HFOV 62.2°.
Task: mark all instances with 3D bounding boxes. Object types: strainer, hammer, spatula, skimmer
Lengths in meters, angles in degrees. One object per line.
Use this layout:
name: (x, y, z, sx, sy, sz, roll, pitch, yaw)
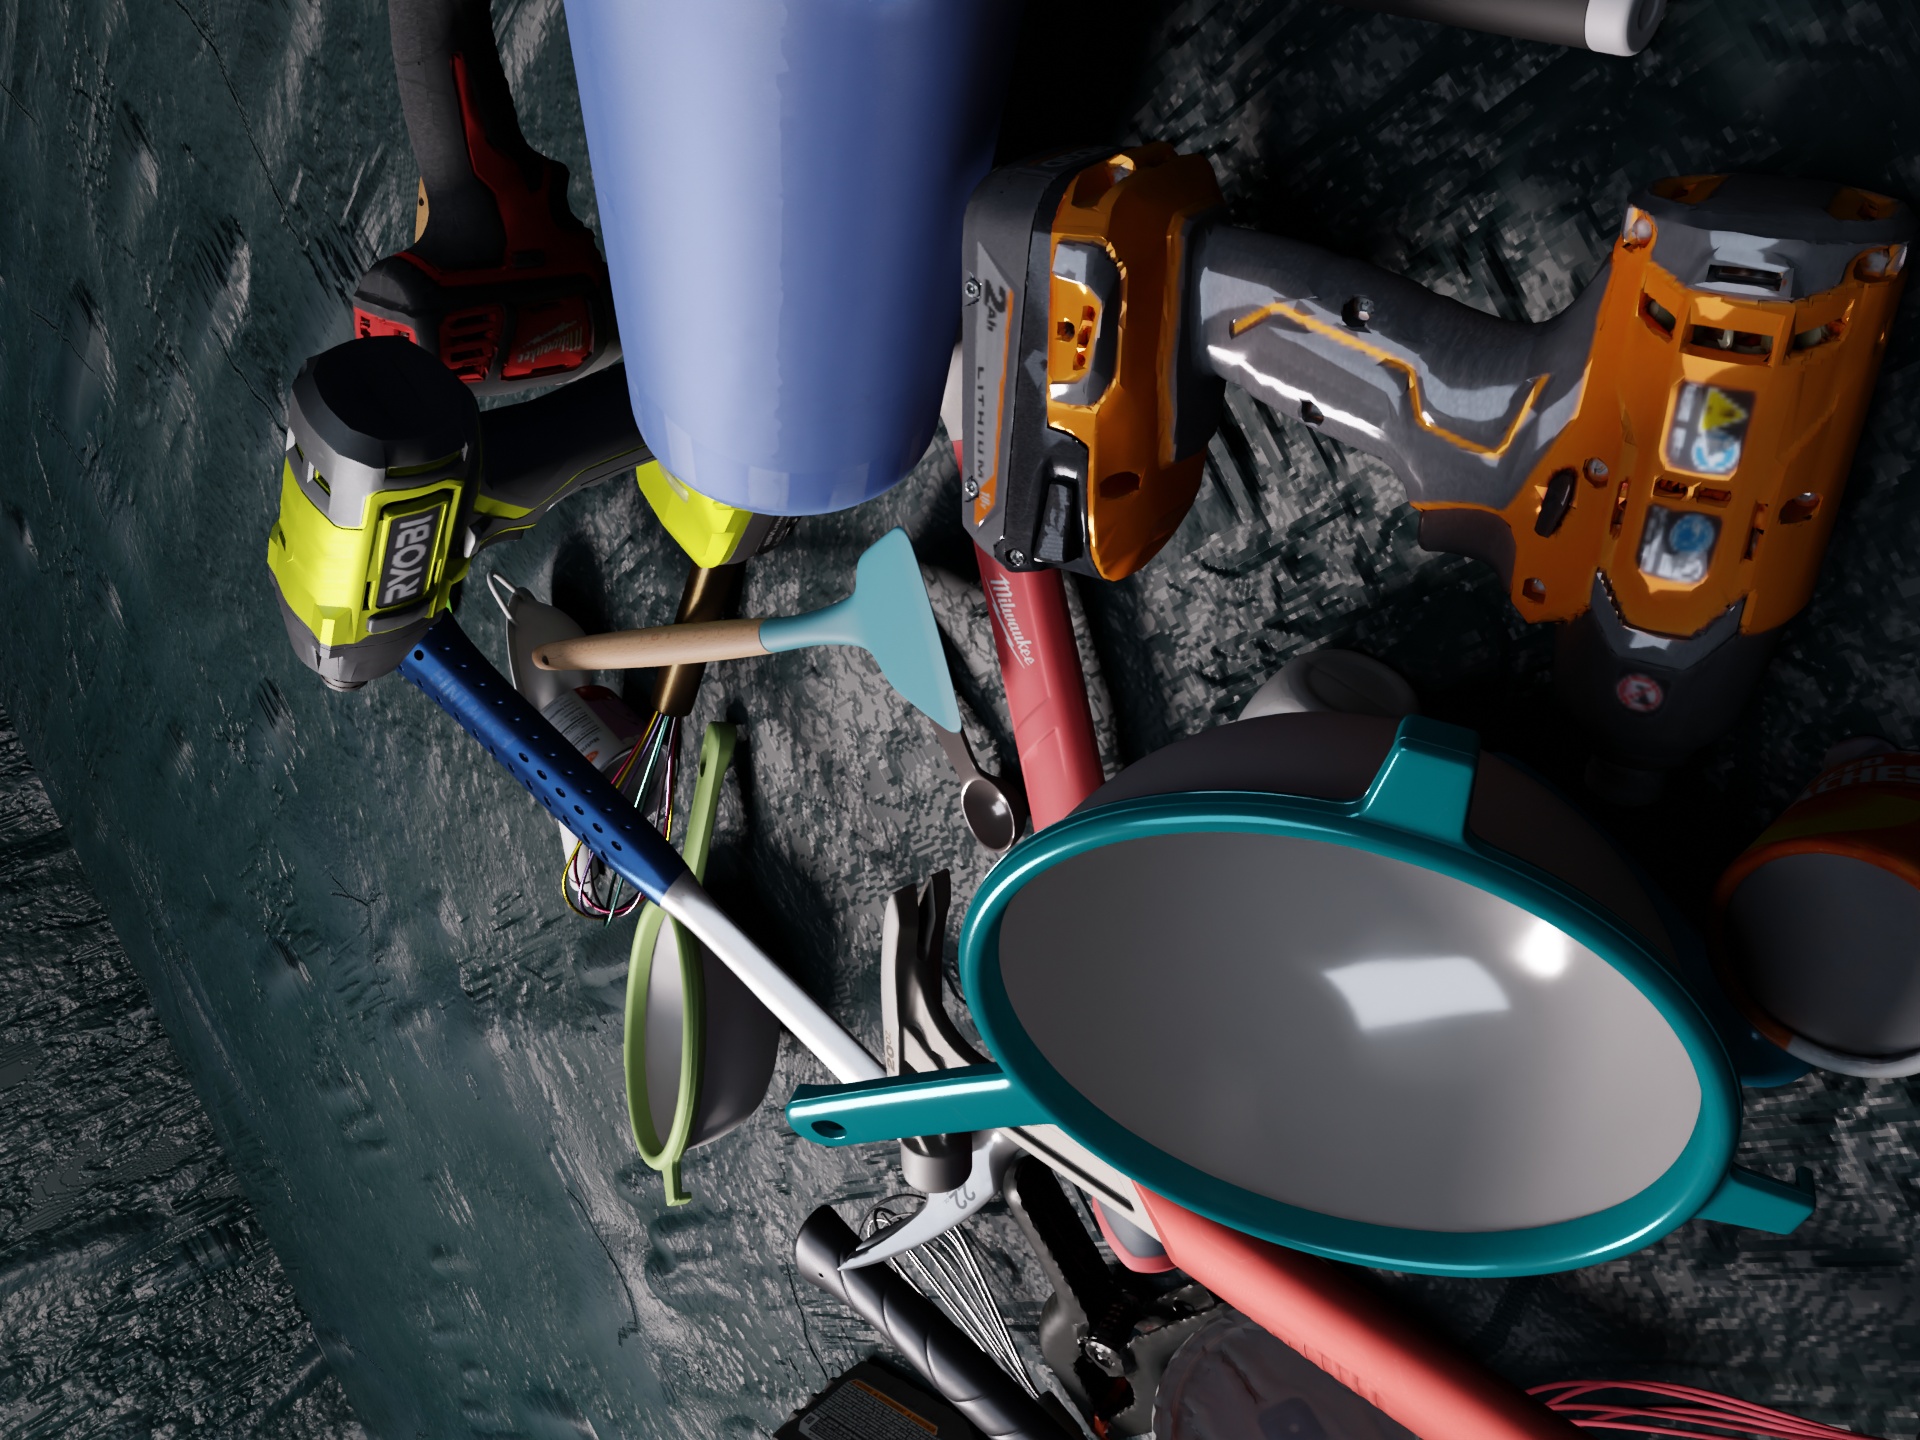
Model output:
strainer: (-0.129, 0.122, 0.872, 0.152, 0.069, 0.256, -135, 54, -60)
hammer: (0.053, 0.036, 0.607, 0.143, 0.038, 0.386, 0, 108, 47)
hammer: (0.099, 0.183, 0.562, 0.359, 0.036, 0.149, 24, 125, 42)
spatula: (-0.110, -0.035, 0.716, 0.317, 0.044, 0.082, -3, 109, 43)
strainer: (-0.234, 0.018, 0.943, 0.087, 0.050, 0.258, -96, 6, -50)
hammer: (-0.136, 0.094, 0.781, 0.405, 0.035, 0.144, 42, 112, 12)
hammer: (0.076, 0.375, 0.746, 0.409, 0.036, 0.149, 38, 135, 18)
skimmer: (0.016, -0.237, 0.467, 0.364, 0.090, 0.127, 31, 132, 35)
strainer: (0.069, 0.083, 0.508, 0.340, 0.095, 0.210, -20, 122, 43)

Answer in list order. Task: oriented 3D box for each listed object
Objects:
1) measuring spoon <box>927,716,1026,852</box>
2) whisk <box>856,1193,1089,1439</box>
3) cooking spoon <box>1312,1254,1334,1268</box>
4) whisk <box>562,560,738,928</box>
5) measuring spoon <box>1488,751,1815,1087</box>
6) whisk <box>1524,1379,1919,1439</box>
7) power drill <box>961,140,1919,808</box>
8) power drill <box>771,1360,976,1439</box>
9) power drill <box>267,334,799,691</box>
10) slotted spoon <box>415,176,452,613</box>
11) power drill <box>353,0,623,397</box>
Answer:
measuring spoon: (-0.001, -0.002, 0.687, 0.034, 0.018, 0.124, -37, 75, 53)
whisk: (0.033, 0.348, 0.822, 0.246, 0.059, 0.057, 47, 176, 15)
cooking spoon: (0.117, 0.201, 0.657, 0.319, 0.017, 0.068, 43, 138, 25)
whisk: (-0.157, 0.011, 0.812, 0.047, 0.051, 0.244, 20, 118, -5)
measuring spoon: (0.200, 0.060, 0.477, 0.129, 0.021, 0.042, 48, 139, 18)
whisk: (0.268, 0.223, 0.467, 0.296, 0.073, 0.073, -35, 83, 46)
power drill: (0.114, -0.070, 0.437, 0.227, 0.084, 0.164, 17, 123, 27)
power drill: (-0.036, 0.513, 0.968, 0.191, 0.080, 0.228, 7, 119, 47)
power drill: (-0.166, -0.095, 0.649, 0.080, 0.223, 0.171, 52, 141, 15)
slotted spoon: (-0.319, -0.178, 0.942, 0.070, 0.031, 0.313, 44, 136, 24)
power drill: (-0.184, -0.247, 0.663, 0.079, 0.143, 0.219, 24, 121, 34)
